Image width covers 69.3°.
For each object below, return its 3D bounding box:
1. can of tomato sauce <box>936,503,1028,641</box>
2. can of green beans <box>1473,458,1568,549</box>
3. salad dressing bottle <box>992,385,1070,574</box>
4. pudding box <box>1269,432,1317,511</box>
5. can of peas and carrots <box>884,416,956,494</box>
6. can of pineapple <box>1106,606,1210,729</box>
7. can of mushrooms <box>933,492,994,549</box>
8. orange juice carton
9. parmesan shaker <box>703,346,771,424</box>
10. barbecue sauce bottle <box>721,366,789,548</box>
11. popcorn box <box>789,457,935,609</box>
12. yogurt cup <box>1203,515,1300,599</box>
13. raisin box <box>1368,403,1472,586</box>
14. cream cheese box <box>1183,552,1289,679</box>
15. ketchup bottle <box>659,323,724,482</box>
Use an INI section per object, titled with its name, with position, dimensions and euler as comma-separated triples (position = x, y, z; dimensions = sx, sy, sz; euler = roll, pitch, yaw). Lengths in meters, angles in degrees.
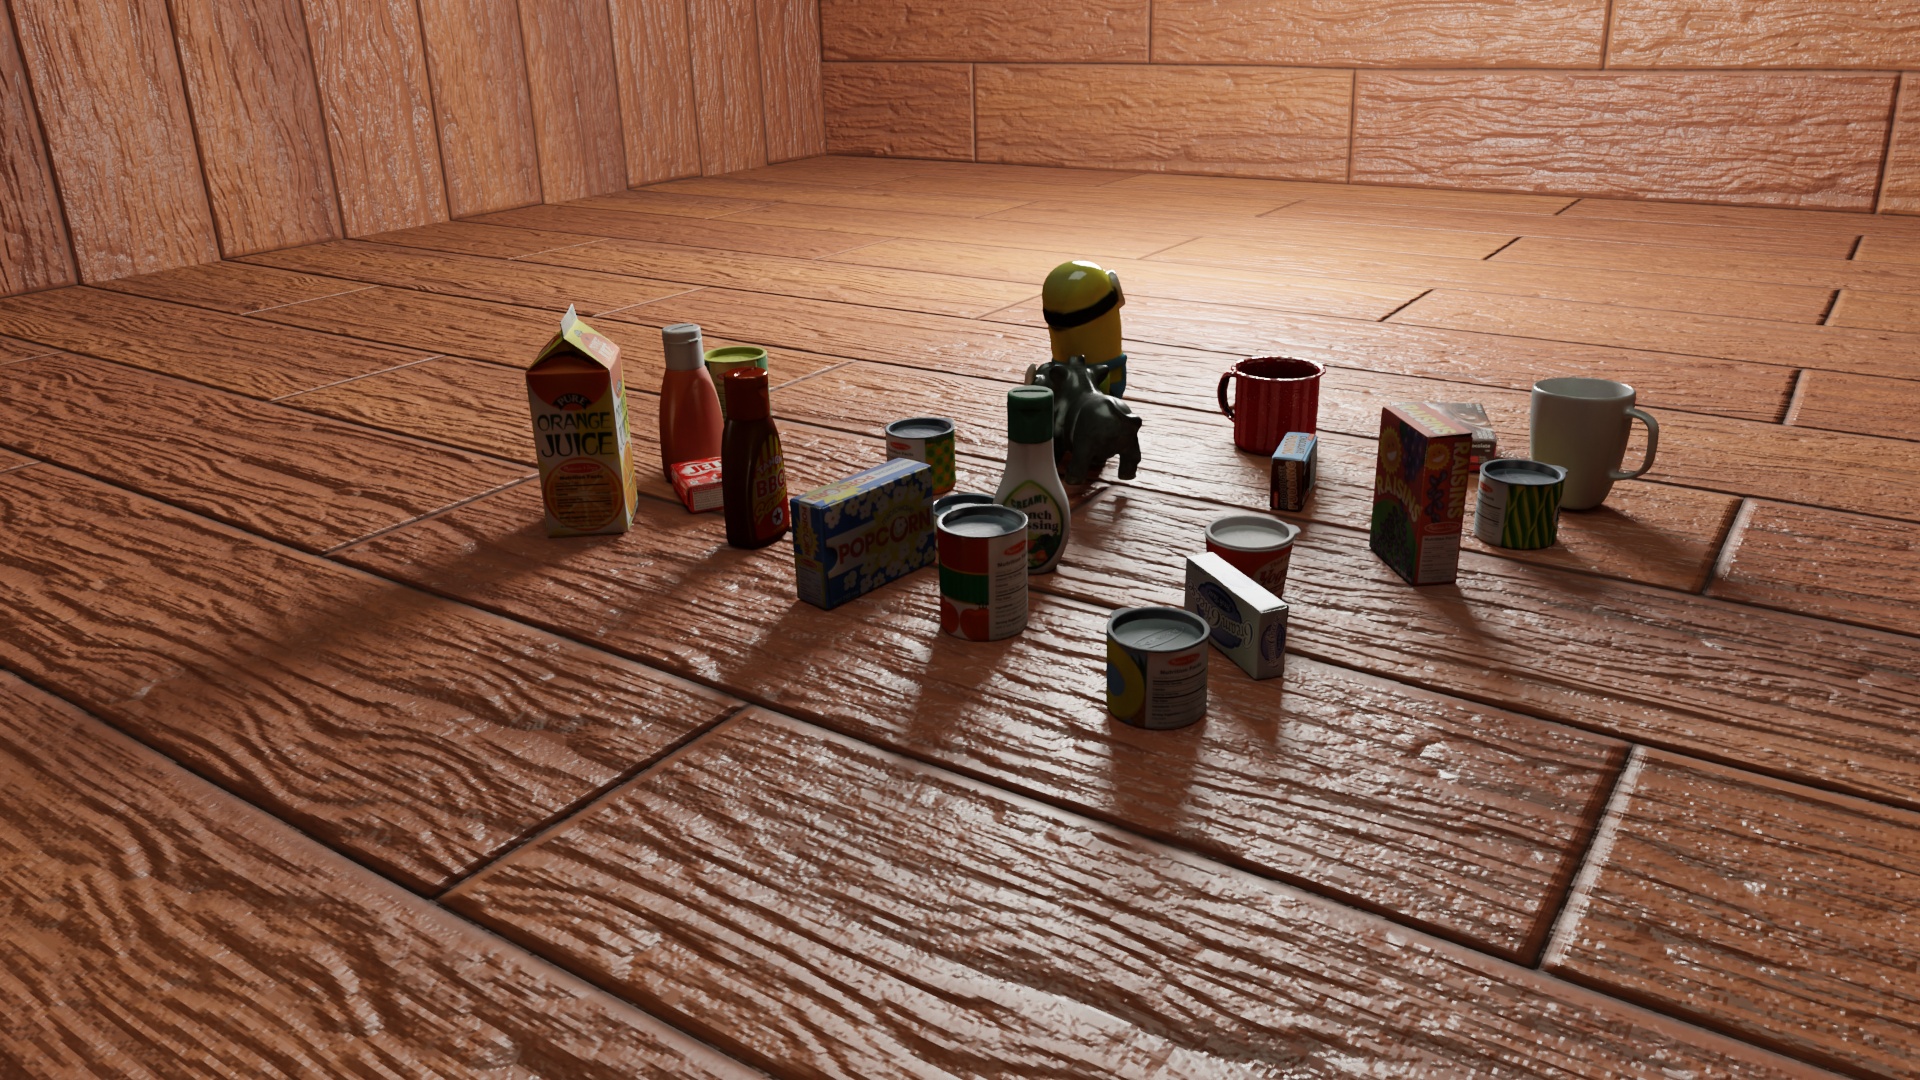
[can of tomato sauce]
position = 0.015, 0.023, 1.020
dimensions = 0.071, 0.082, 0.071
euler = -1, 22, 1
[can of green beans]
position = 0.464, -0.030, 1.155
dimensions = 0.071, 0.057, 0.071
euler = -1, 22, 1
[salad dressing bottle]
position = 0.056, -0.048, 1.107
dimensions = 0.064, 0.147, 0.044
euler = 0, 22, 4
[pudding box]
position = 0.303, -0.064, 1.259
dimensions = 0.030, 0.049, 0.084
euler = 7, 23, 21
[can of peas and carrots]
position = -0.036, -0.081, 1.312
dimensions = 0.071, 0.058, 0.071
euler = -1, 22, 1
[can of pineapple]
position = 0.127, 0.081, 0.901
dimensions = 0.071, 0.057, 0.071
euler = -1, 22, 1
[can of mushrooms]
position = 0.004, -0.015, 1.180
dimensions = 0.071, 0.033, 0.071
euler = -1, 22, 1
[orange juice carton]
position = -0.332, -0.105, 1.216
dimensions = 0.073, 0.191, 0.072
euler = -3, 22, -4
[parmesan shaker]
position = -0.229, -0.140, 1.414
dimensions = 0.071, 0.102, 0.071
euler = -1, 22, 1
[barbecue sauce bottle]
position = -0.177, -0.072, 1.180
dimensions = 0.043, 0.148, 0.065
euler = 9, 24, 25
[popcorn box]
position = -0.075, -0.008, 1.099
dimensions = 0.038, 0.085, 0.127
euler = 16, 28, 38
[yogurt cup]
position = 0.219, 0.017, 1.060
dimensions = 0.072, 0.053, 0.073
euler = -1, 22, 1
[raisin box]
position = 0.361, -0.037, 1.092
dimensions = 0.040, 0.123, 0.086
euler = -4, 22, -6
[cream cheese box]
position = 0.192, 0.052, 0.975
dimensions = 0.024, 0.053, 0.104
euler = -9, 23, -18
[ketchup bottle]
position = -0.260, -0.132, 1.335
dimensions = 0.043, 0.148, 0.065
euler = 18, 29, 41
